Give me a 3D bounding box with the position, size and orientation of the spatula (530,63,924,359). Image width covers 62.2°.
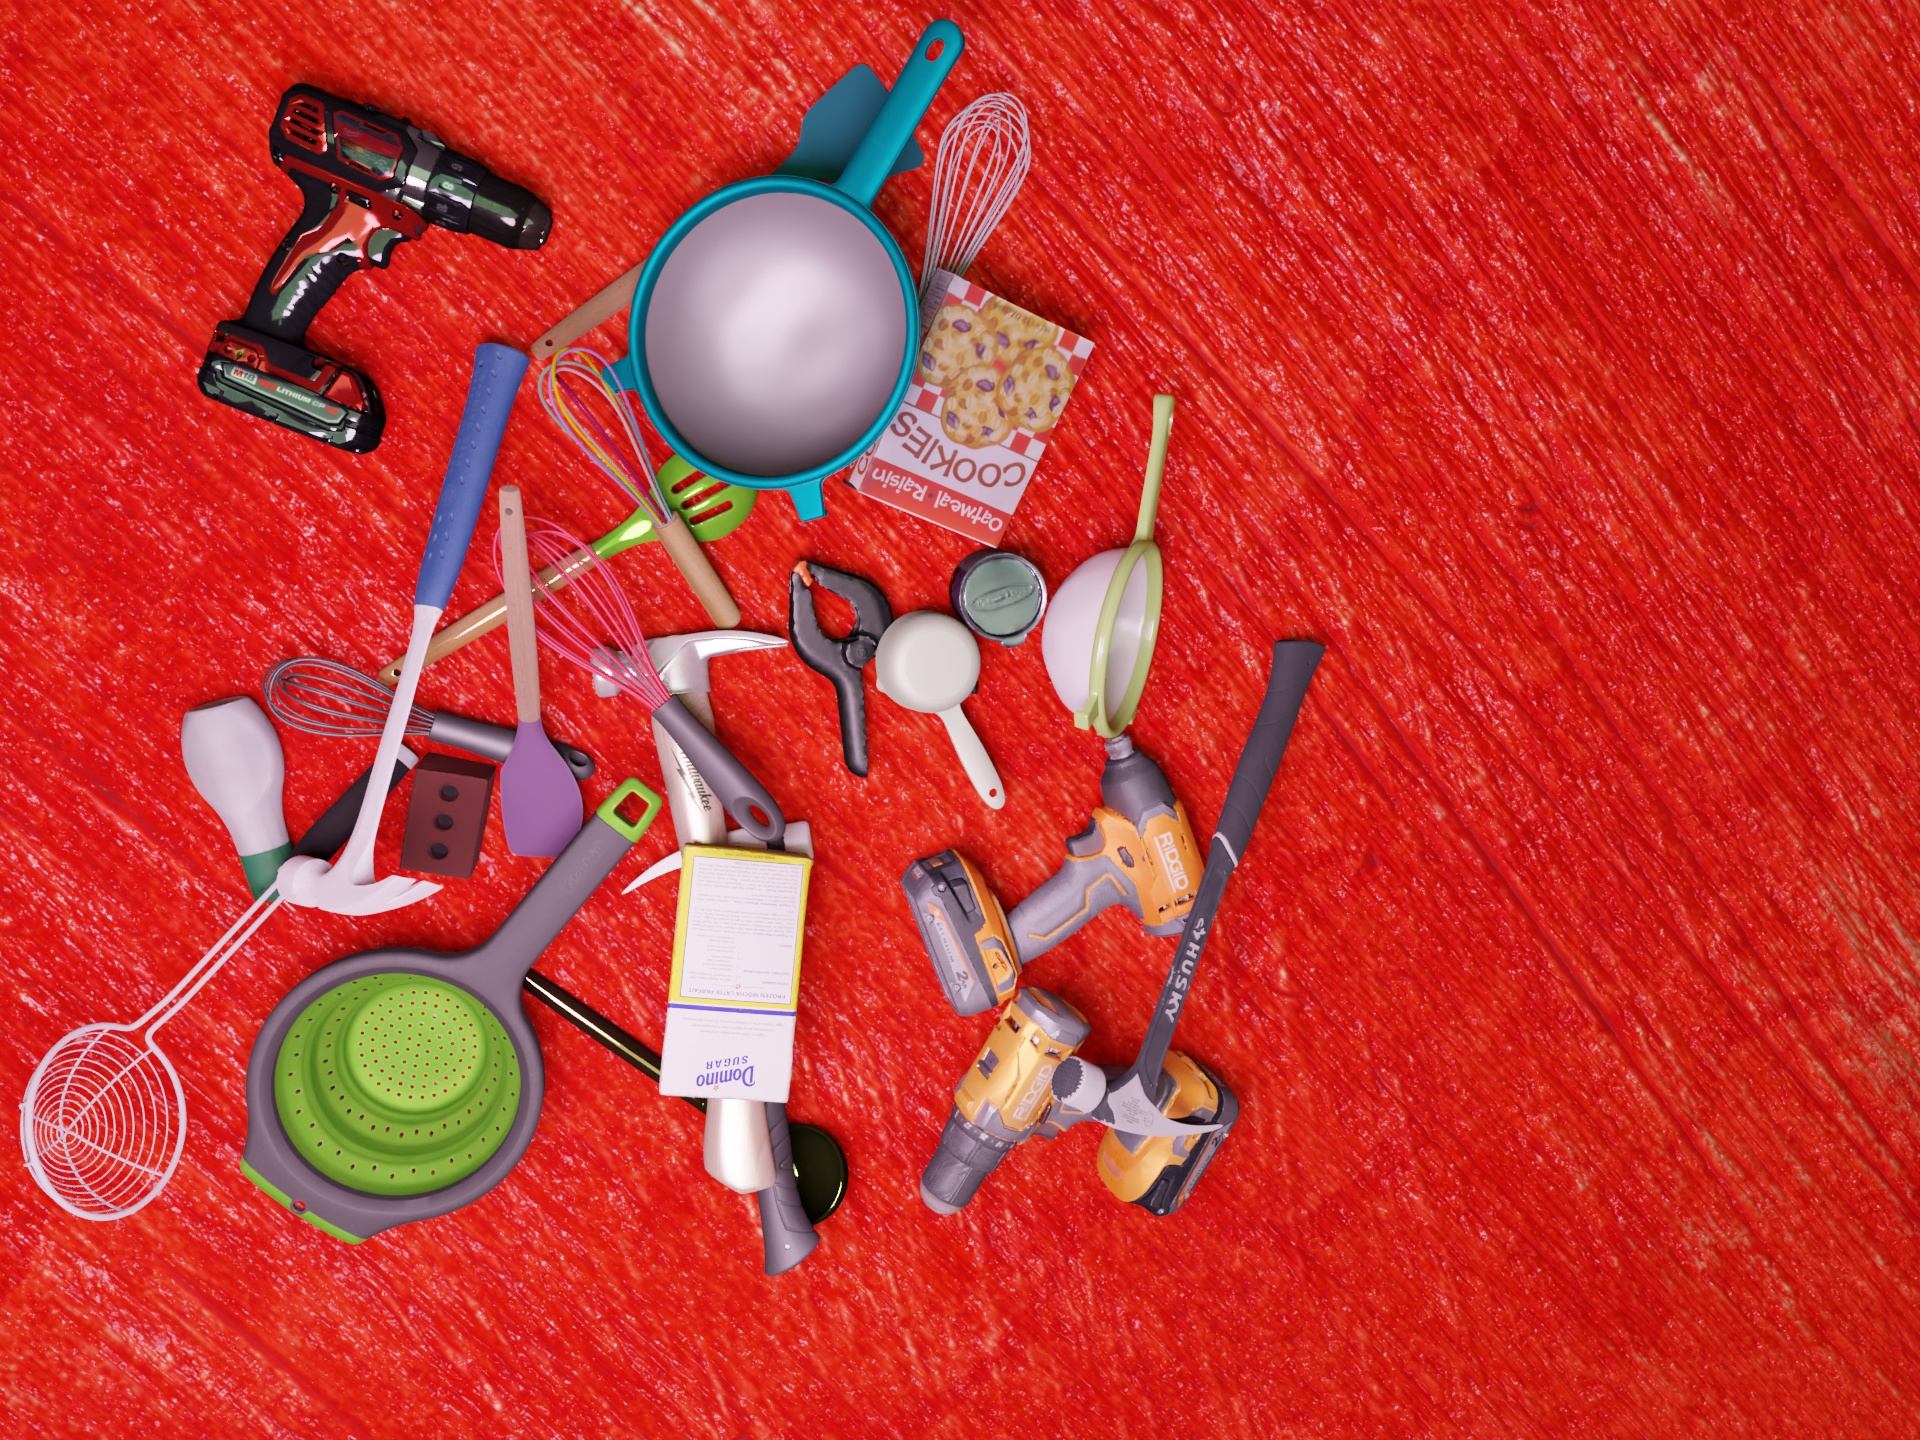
[{"bbox_3d":[-0.175,-0.352,1.145,0.317,0.044,0.082,-33,104,3],"label":"spatula"}]

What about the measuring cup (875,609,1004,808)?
[{"bbox_3d":[-0.002,-0.004,1.190,0.083,0.038,0.167,-30,103,-13],"label":"measuring cup"}]

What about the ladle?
[{"bbox_3d":[-0.221,0.283,1.229,0.320,0.062,0.078,38,88,-10],"label":"ladle"}]

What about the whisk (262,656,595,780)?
[{"bbox_3d":[-0.382,0.005,1.155,0.238,0.055,0.055,17,97,-19],"label":"whisk"}]

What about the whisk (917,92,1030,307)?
[{"bbox_3d":[-0.016,-0.316,1.159,0.070,0.070,0.284,19,101,-11],"label":"whisk"}]

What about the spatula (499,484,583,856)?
[{"bbox_3d":[-0.302,-0.023,1.117,0.059,0.018,0.315,2,126,-5],"label":"spatula"}]

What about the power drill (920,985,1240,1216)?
[{"bbox_3d":[0.087,0.318,1.235,0.226,0.084,0.185,26,98,-33],"label":"power drill"}]

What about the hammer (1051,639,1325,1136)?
[{"bbox_3d":[0.199,0.120,1.212,0.149,0.036,0.409,31,74,-31],"label":"hammer"}]

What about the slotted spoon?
[{"bbox_3d":[-0.288,-0.108,1.167,0.314,0.031,0.070,-31,106,-1],"label":"slotted spoon"}]

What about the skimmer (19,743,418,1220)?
[{"bbox_3d":[-0.492,0.167,1.099,0.363,0.090,0.127,-52,139,-18],"label":"skimmer"}]

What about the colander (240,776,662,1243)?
[{"bbox_3d":[-0.355,0.194,1.172,0.204,0.094,0.397,40,92,-13],"label":"colander"}]

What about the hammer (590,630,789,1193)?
[{"bbox_3d":[-0.172,0.139,1.177,0.146,0.038,0.411,-8,88,-8],"label":"hammer"}]

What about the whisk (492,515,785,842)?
[{"bbox_3d":[-0.225,-0.026,1.133,0.073,0.073,0.295,-40,99,0],"label":"whisk"}]

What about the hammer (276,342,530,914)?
[{"bbox_3d":[-0.362,-0.066,1.086,0.035,0.144,0.406,25,73,-49],"label":"hammer"}]

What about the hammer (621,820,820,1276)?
[{"bbox_3d":[-0.162,0.251,1.206,0.146,0.035,0.335,-9,88,-6],"label":"hammer"}]

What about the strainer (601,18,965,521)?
[{"bbox_3d":[-0.085,-0.318,1.109,0.211,0.095,0.340,34,99,11],"label":"strainer"}]

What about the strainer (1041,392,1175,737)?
[{"bbox_3d":[0.107,-0.118,1.185,0.069,0.151,0.256,11,95,19],"label":"strainer"}]

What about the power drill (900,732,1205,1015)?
[{"bbox_3d":[0.074,0.117,1.234,0.226,0.084,0.164,-22,102,-9],"label":"power drill"}]

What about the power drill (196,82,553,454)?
[{"bbox_3d":[-0.402,-0.299,1.093,0.187,0.080,0.226,21,93,-12],"label":"power drill"}]

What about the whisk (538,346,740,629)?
[{"bbox_3d":[-0.221,-0.155,1.119,0.051,0.047,0.244,-26,127,4],"label":"whisk"}]
